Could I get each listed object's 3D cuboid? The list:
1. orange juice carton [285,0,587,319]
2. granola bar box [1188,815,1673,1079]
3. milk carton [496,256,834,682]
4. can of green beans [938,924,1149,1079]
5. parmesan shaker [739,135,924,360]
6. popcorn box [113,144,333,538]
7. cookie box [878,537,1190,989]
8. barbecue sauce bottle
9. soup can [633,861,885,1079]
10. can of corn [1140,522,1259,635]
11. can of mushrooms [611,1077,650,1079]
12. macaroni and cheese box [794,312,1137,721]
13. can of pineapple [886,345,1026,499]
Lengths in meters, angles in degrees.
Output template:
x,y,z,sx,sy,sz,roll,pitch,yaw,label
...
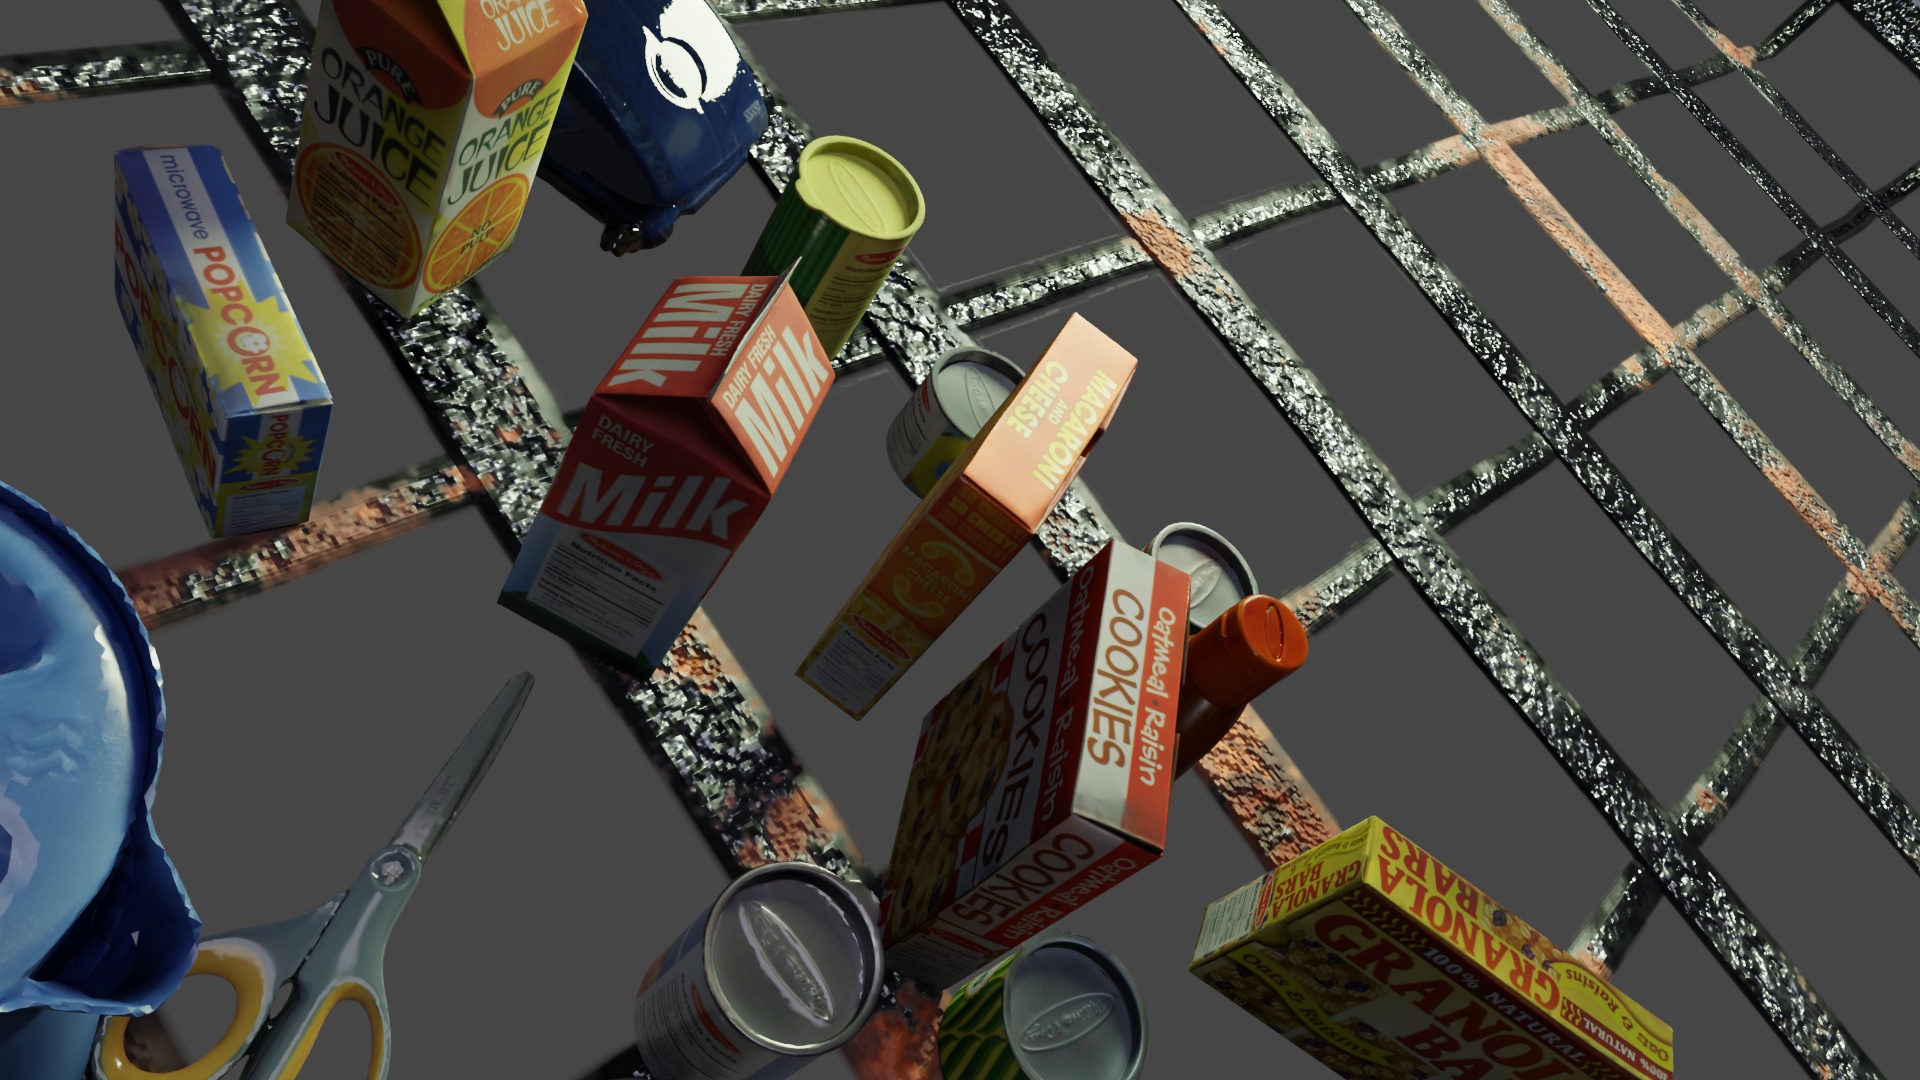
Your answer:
x,y,z,sx,sy,sz,roll,pitch,yaw,label
-0.219,-0.189,0.582,0.073,0.191,0.072,39,47,-3,orange juice carton
0.204,0.204,0.616,0.165,0.123,0.039,35,47,-6,granola bar box
-0.110,-0.029,0.538,0.073,0.189,0.073,31,48,-10,milk carton
0.032,0.199,0.557,0.071,0.057,0.071,17,51,-22,can of green beans
-0.072,-0.144,0.704,0.071,0.102,0.071,17,52,-22,parmesan shaker
-0.286,-0.076,0.534,0.038,0.084,0.127,-17,69,-39,popcorn box
0.027,0.093,0.553,0.040,0.166,0.123,26,49,-15,cookie box
0.094,0.074,0.622,0.043,0.147,0.065,23,49,-17,barbecue sauce bottle
-0.072,0.160,0.501,0.071,0.083,0.072,17,52,-22,soup can
0.113,0.035,0.723,0.071,0.058,0.071,17,51,-22,can of corn
-0.116,0.221,0.465,0.071,0.033,0.071,17,51,-22,can of mushrooms
0.002,-0.008,0.610,0.040,0.165,0.124,38,47,-4,macaroni and cheese box
0.004,-0.057,0.720,0.071,0.057,0.071,17,51,-22,can of pineapple
